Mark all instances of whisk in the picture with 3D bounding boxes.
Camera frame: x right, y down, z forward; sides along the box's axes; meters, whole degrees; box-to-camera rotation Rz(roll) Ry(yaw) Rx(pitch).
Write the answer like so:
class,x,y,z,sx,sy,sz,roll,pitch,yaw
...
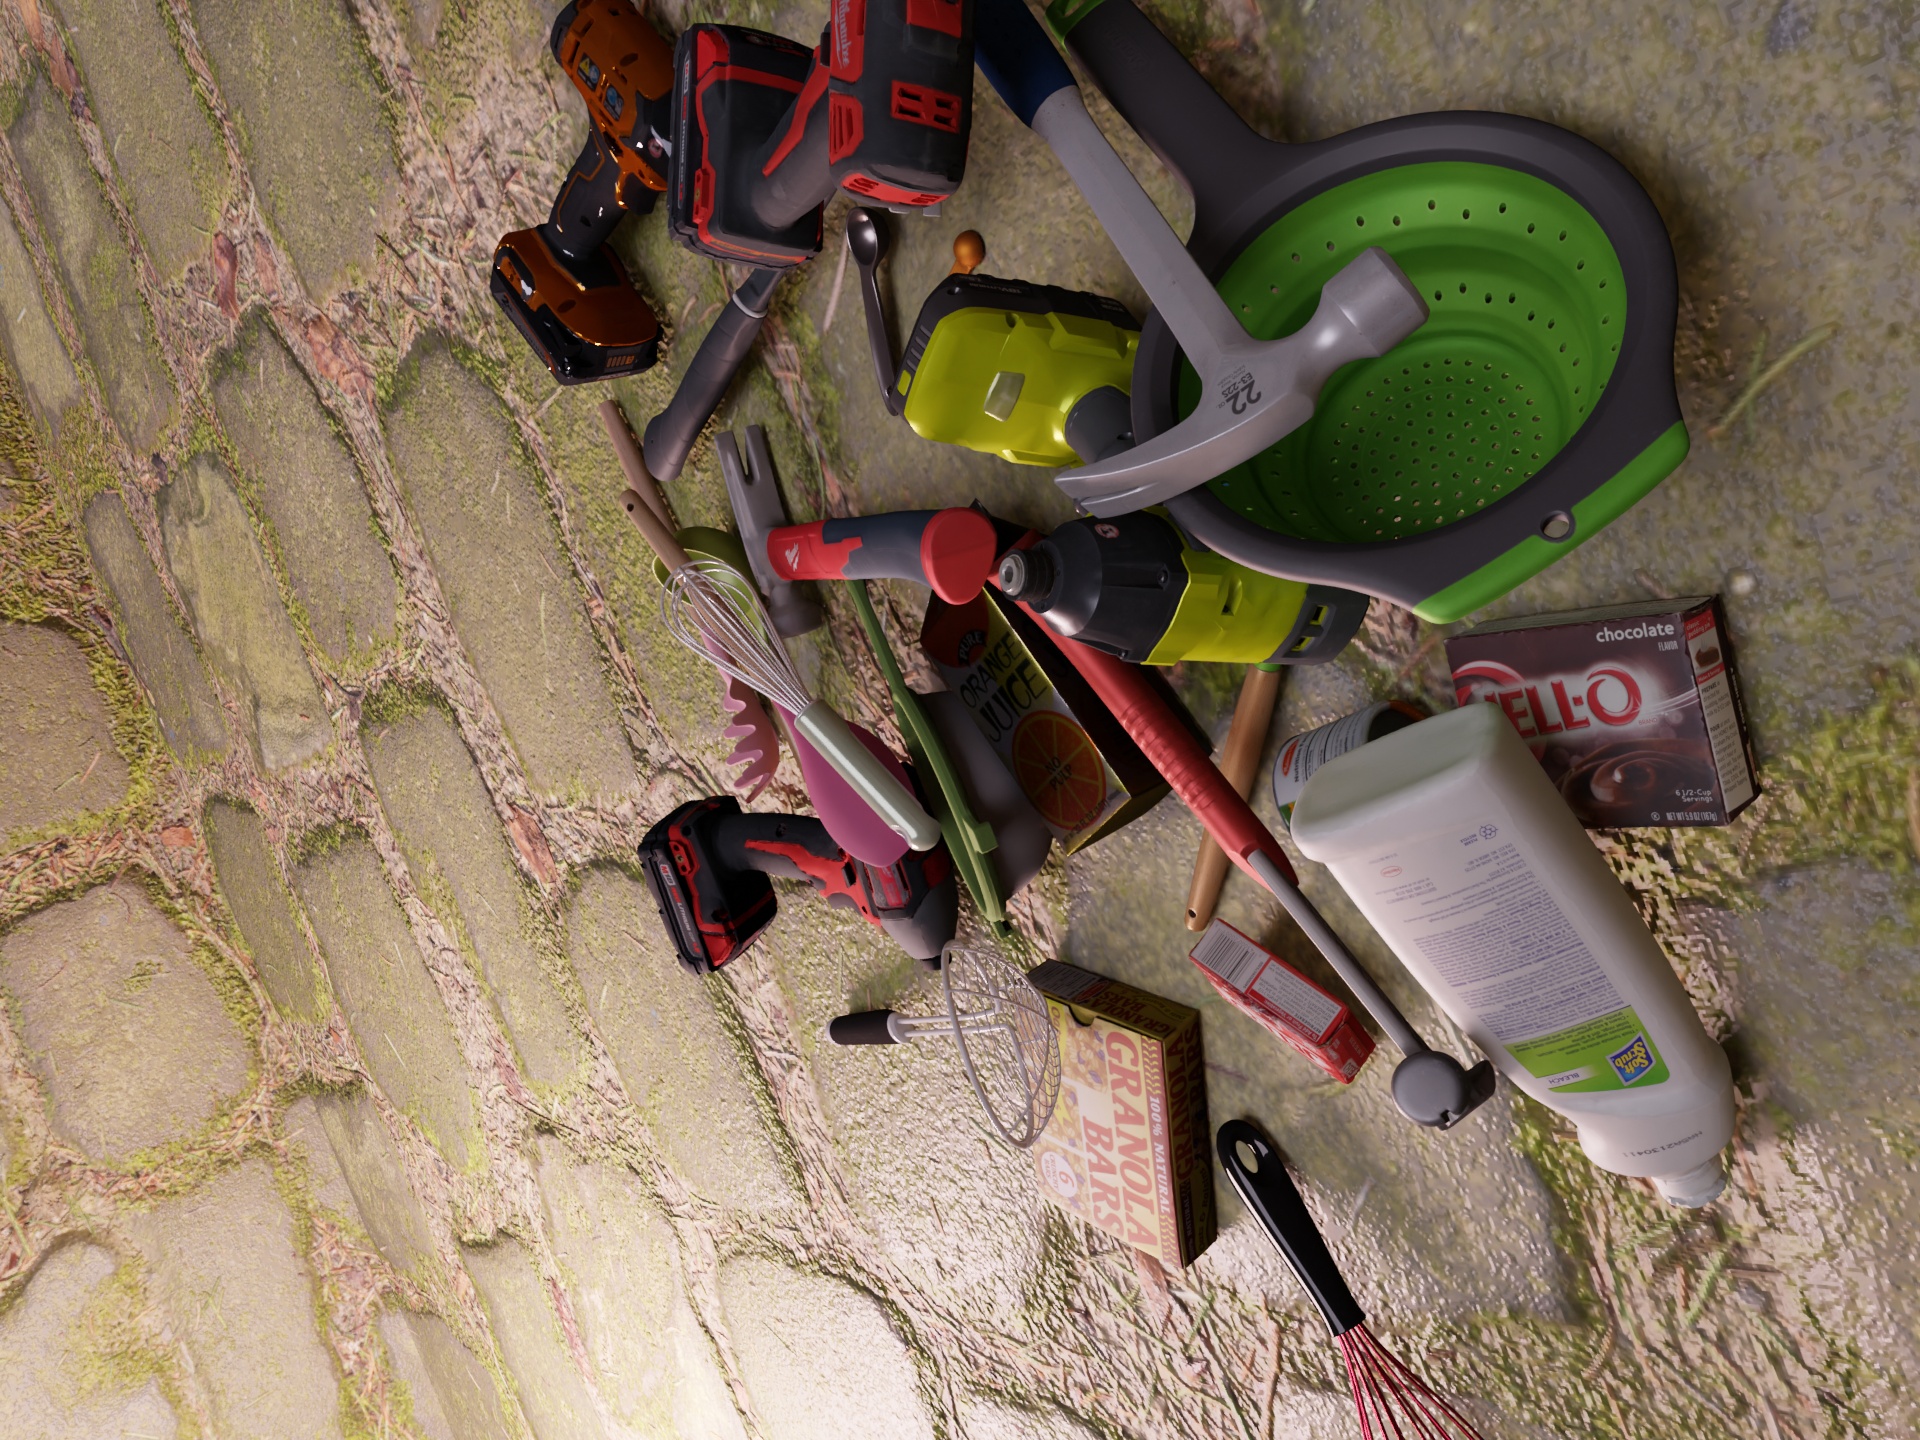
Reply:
class,x,y,z,sx,sy,sz,roll,pitch,yaw
whisk,0.228,0.358,0.891,0.296,0.073,0.073,60,141,16
whisk,-0.099,-0.011,0.991,0.246,0.059,0.057,46,166,13

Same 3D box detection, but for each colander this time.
class,x,y,z,sx,sy,sz,roll,pitch,yaw
colander,0.146,-0.190,0.679,0.204,0.094,0.398,-36,56,11

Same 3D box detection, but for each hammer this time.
class,x,y,z,sx,sy,sz,roll,pitch,yaw
hammer,-0.069,-0.112,0.900,0.386,0.038,0.143,-168,61,-70
hammer,0.132,0.045,0.790,0.036,0.149,0.359,-41,69,11
hammer,-0.119,-0.261,0.972,0.409,0.036,0.149,-40,60,53
hammer,0.040,-0.255,0.689,0.144,0.035,0.406,-37,53,18

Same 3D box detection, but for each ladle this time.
class,x,y,z,sx,sy,sz,roll,pitch,yaw
ladle,-0.126,0.011,1.121,0.078,0.062,0.320,-19,96,48

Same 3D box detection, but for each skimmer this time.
class,x,y,z,sx,sy,sz,roll,pitch,yaw
skimmer,-0.039,0.213,1.053,0.363,0.090,0.127,-23,89,61

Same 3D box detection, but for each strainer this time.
class,x,y,z,sx,sy,sz,roll,pitch,yaw
strainer,-0.002,-0.003,0.973,0.151,0.069,0.257,78,169,-61

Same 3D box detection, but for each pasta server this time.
class,x,y,z,sx,sy,sz,roll,pitch,yaw
pasta server,-0.204,-0.090,1.171,0.316,0.040,0.060,65,163,3

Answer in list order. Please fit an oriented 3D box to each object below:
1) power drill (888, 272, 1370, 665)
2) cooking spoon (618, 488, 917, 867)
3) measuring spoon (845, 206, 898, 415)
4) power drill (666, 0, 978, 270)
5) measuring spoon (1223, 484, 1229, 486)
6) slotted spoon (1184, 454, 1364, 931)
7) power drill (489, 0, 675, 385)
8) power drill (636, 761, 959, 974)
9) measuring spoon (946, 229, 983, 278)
class,x,y,z,sx,sy,sz,roll,pitch,yaw
power drill,0.061,-0.111,0.718,0.223,0.171,0.080,60,137,41
cooking spoon,-0.132,-0.036,1.037,0.068,0.017,0.319,-45,72,18
measuring spoon,-0.044,-0.240,0.935,0.034,0.018,0.124,30,137,50
power drill,-0.062,-0.317,0.742,0.227,0.080,0.188,3,90,61
measuring spoon,0.112,-0.111,0.810,0.042,0.021,0.128,56,142,12
slotted spoon,0.150,-0.009,0.817,0.070,0.031,0.313,36,134,33
power drill,-0.222,-0.329,1.039,0.164,0.084,0.226,51,135,17
power drill,-0.103,0.111,1.093,0.220,0.078,0.143,-9,108,31
measuring spoon,-0.014,-0.227,0.904,0.021,0.011,0.116,49,138,20
